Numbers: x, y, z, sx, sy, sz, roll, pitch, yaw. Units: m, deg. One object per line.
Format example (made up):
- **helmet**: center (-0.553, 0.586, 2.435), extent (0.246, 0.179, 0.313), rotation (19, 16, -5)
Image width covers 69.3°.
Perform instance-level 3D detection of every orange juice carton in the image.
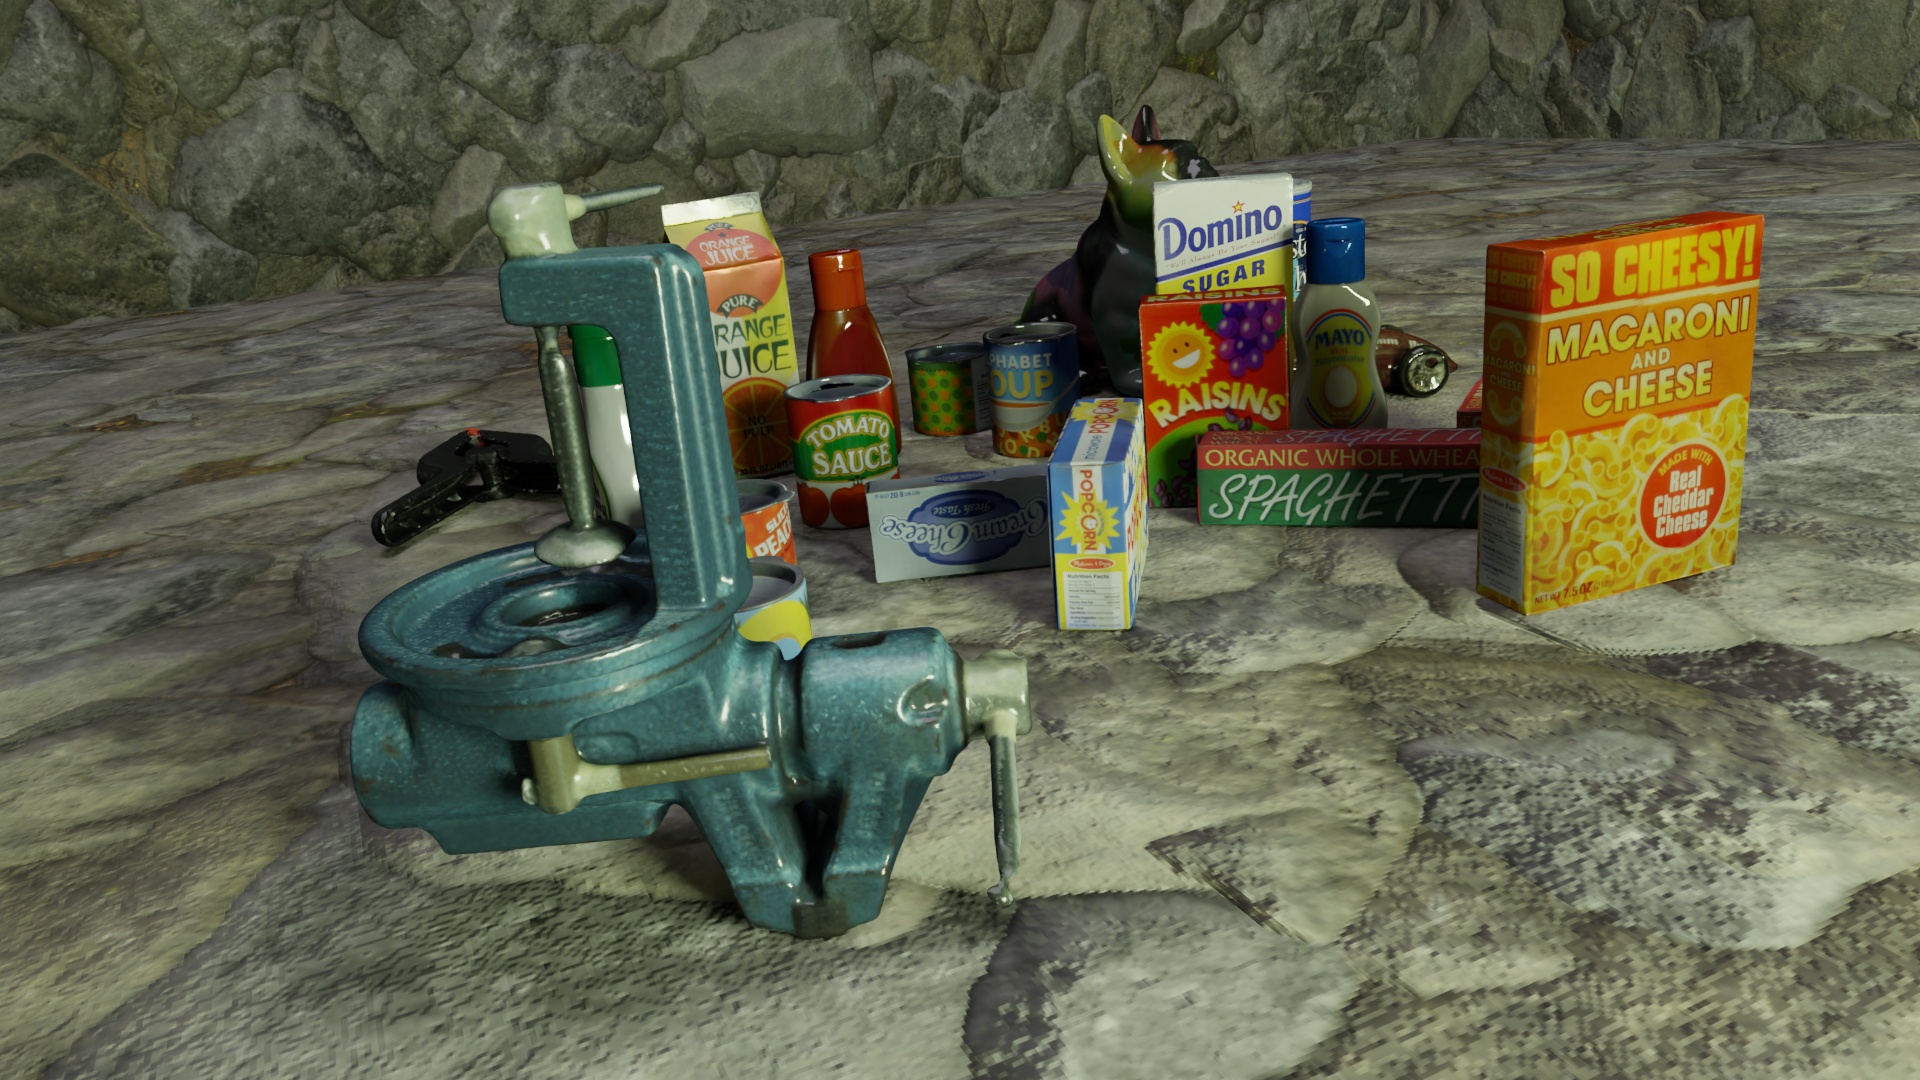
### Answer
- **orange juice carton**: center (-0.161, -0.142, 0.970), extent (0.072, 0.192, 0.073), rotation (-13, 20, -22)

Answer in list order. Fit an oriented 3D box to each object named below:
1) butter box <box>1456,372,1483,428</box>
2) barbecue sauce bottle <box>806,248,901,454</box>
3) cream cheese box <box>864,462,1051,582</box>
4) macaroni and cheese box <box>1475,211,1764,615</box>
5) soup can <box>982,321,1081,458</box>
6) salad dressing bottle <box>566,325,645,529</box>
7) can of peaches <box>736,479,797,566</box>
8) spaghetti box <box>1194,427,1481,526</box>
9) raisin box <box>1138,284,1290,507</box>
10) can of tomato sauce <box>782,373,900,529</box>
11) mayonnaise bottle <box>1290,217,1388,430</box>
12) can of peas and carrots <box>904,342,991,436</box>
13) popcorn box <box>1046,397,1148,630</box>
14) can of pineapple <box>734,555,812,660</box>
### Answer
- **butter box**: center (0.317, -0.066, 0.829), extent (0.024, 0.053, 0.104), rotation (5, 21, 28)
- **barbecue sauce bottle**: center (-0.080, -0.128, 0.975), extent (0.065, 0.148, 0.044), rotation (-14, 20, -23)
- **cream cheese box**: center (0.003, -0.009, 0.751), extent (0.104, 0.053, 0.024), rotation (-6, 18, -2)
- **macaroni and cheese box**: center (0.300, -0.060, 0.639), extent (0.124, 0.165, 0.040), rotation (-11, 19, -17)
- **soup can**: center (0.050, -0.105, 0.972), extent (0.071, 0.083, 0.071), rotation (-5, 18, 2)
- **salad dressing bottle**: center (-0.196, -0.058, 0.803), extent (0.044, 0.147, 0.064), rotation (-11, 19, -15)
- **can of peaches**: center (-0.119, 0.004, 0.739), extent (0.071, 0.058, 0.071), rotation (-5, 19, 2)
- **spaghetti box**: center (0.253, -0.034, 0.758), extent (0.250, 0.050, 0.029), rotation (1, 19, 17)
- **raisin box**: center (0.151, -0.084, 0.821), extent (0.086, 0.123, 0.040), rotation (-2, 19, 11)
- **can of tomato sauce**: center (-0.071, -0.055, 0.861), extent (0.071, 0.082, 0.071), rotation (-5, 18, 2)
- **mayonnaise bottle**: center (0.241, -0.131, 0.892), extent (0.065, 0.147, 0.041), rotation (-3, 18, 8)
- **can of peas and carrots**: center (-0.008, -0.116, 1.058), extent (0.071, 0.058, 0.071), rotation (-5, 19, 2)
- **popcorn box**: center (0.072, -0.017, 0.704), extent (0.038, 0.085, 0.127), rotation (-2, 19, 12)
- **can of pineapple**: center (-0.096, 0.045, 0.612), extent (0.071, 0.057, 0.071), rotation (-5, 19, 2)
